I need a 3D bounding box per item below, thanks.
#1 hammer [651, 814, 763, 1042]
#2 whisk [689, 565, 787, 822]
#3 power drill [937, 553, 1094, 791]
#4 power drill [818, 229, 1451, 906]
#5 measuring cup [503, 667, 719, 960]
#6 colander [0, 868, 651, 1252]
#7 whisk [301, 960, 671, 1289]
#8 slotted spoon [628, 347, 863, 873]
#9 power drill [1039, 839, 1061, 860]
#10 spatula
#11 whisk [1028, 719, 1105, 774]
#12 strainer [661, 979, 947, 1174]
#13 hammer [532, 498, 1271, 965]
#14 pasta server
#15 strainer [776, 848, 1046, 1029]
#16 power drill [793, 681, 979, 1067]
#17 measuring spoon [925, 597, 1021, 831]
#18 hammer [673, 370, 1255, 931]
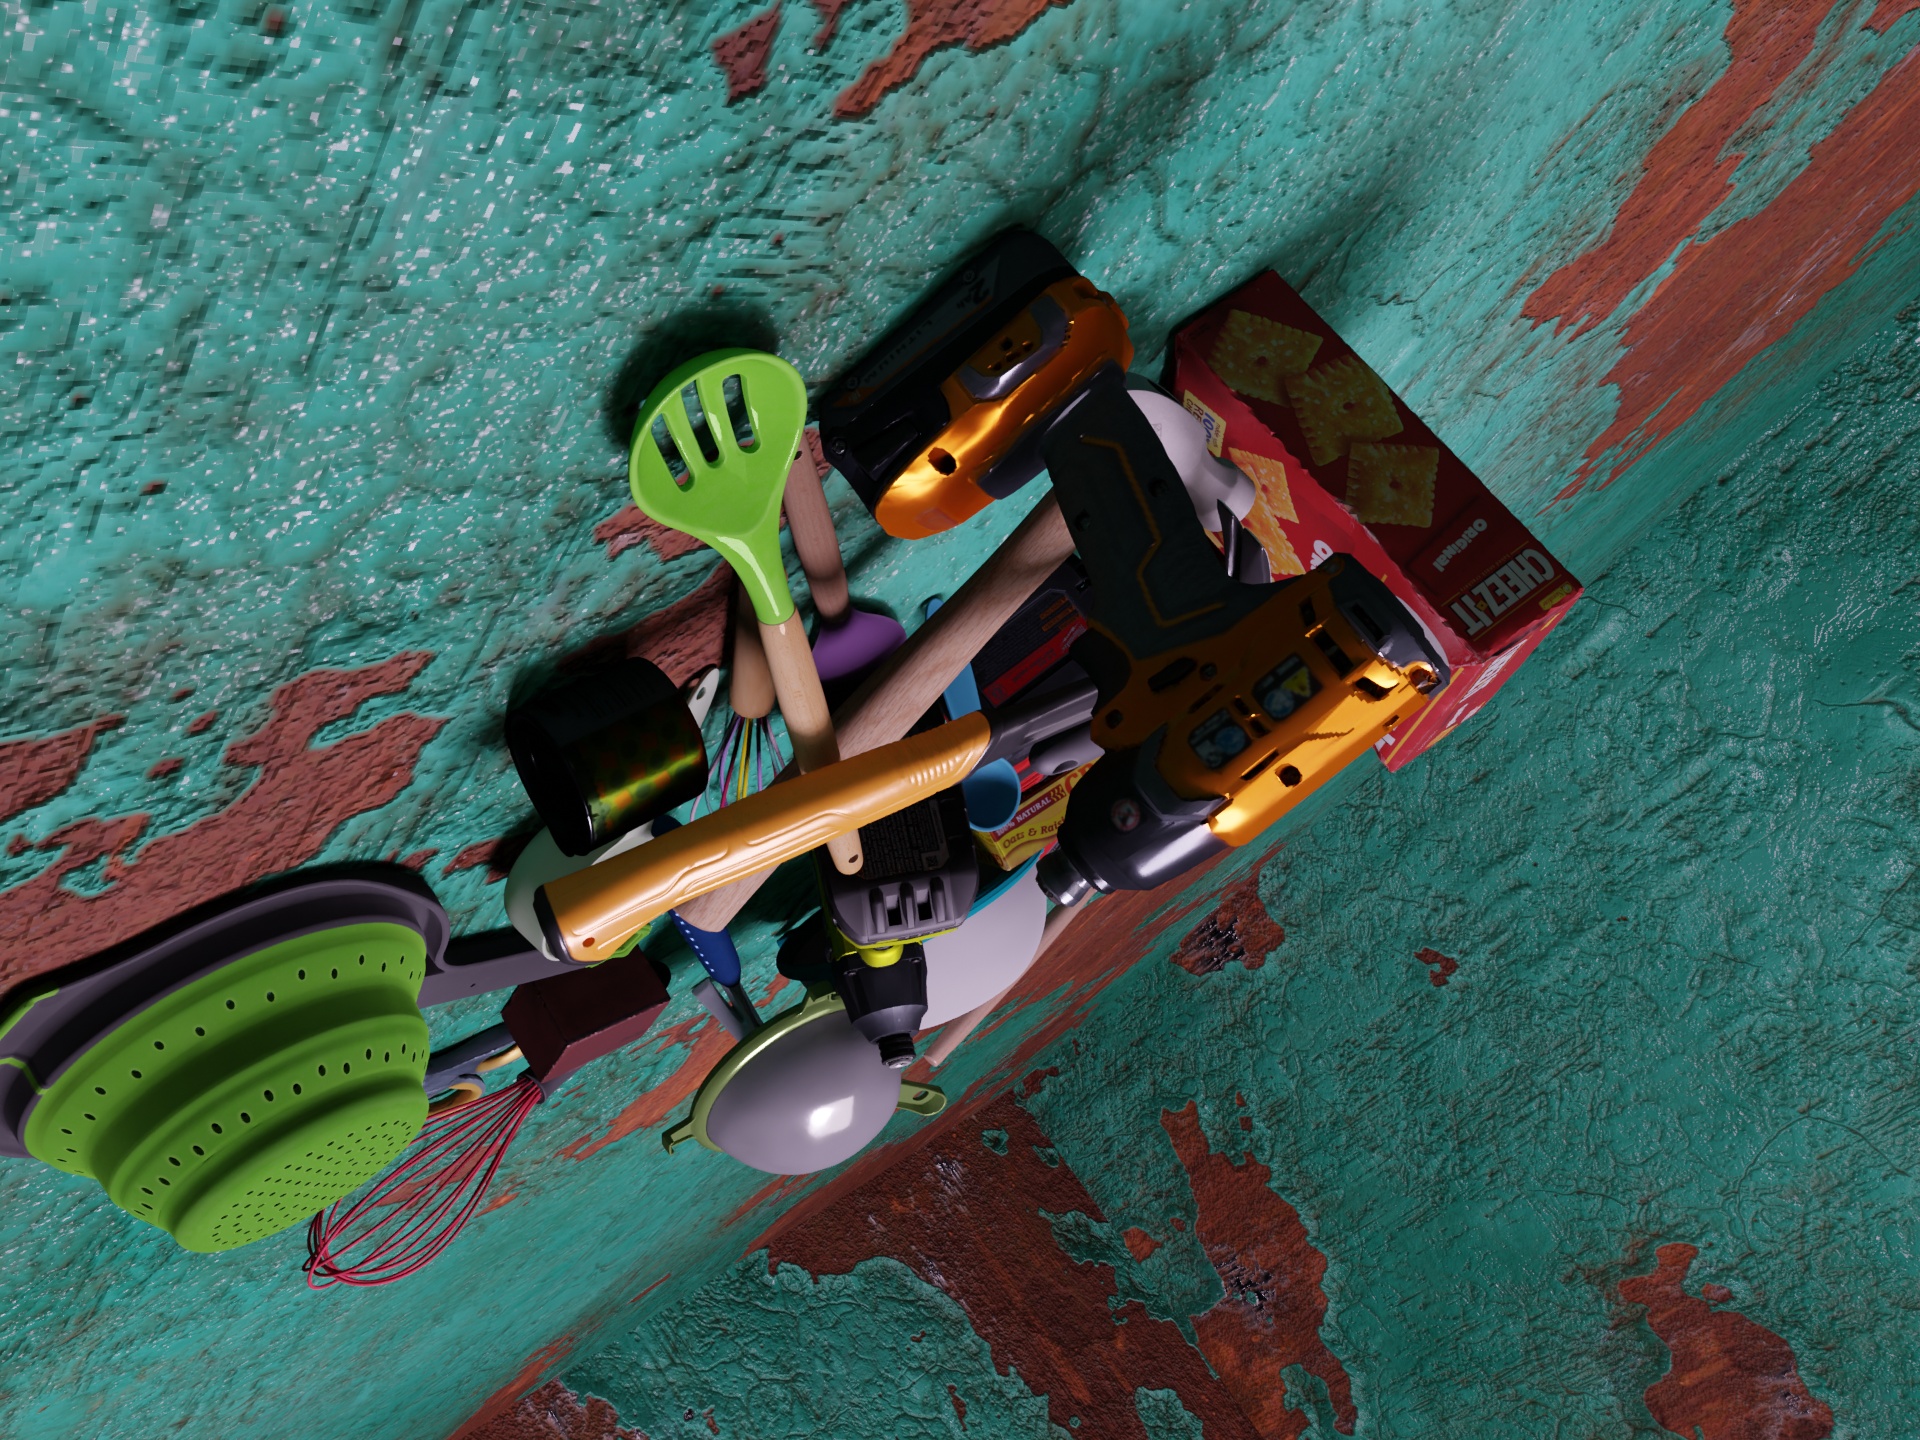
[{"bbox_3d":[-0.151,0.157,1.002,0.035,0.144,0.405,-35,155,-15],"label":"hammer"},{"bbox_3d":[-0.100,0.005,0.763,0.047,0.051,0.244,-58,172,-33],"label":"whisk"},{"bbox_3d":[0.055,-0.022,0.978,0.143,0.079,0.219,-37,167,-1],"label":"power drill"},{"bbox_3d":[0.046,-0.051,0.595,0.164,0.227,0.084,-40,163,11],"label":"power drill"},{"bbox_3d":[-0.165,0.038,0.761,0.167,0.038,0.083,-60,163,15],"label":"measuring cup"},{"bbox_3d":[-0.264,0.159,0.762,0.204,0.094,0.397,-44,163,21],"label":"colander"},{"bbox_3d":[-0.270,0.232,0.951,0.296,0.073,0.073,-42,172,-48],"label":"whisk"},{"bbox_3d":[-0.071,-0.026,0.633,0.070,0.031,0.313,-32,145,-16],"label":"slotted spoon"},{"bbox_3d":[0.151,0.037,1.342,0.226,0.080,0.187,-27,161,-40],"label":"power drill"},{"bbox_3d":[-0.058,-0.061,0.724,0.060,0.018,0.315,-30,164,-7],"label":"spatula"},{"bbox_3d":[0.131,-0.023,0.919,0.239,0.055,0.055,-27,161,-29],"label":"whisk"},{"bbox_3d":[-0.066,0.259,1.052,0.151,0.069,0.256,-45,147,9],"label":"strainer"},{"bbox_3d":[-0.018,0.016,0.671,0.337,0.034,0.127,-23,143,-13],"label":"hammer"},{"bbox_3d":[0.086,0.149,1.209,0.316,0.040,0.060,-44,171,-24],"label":"pasta server"},{"bbox_3d":[0.037,0.135,1.154,0.340,0.095,0.211,-26,-172,-11],"label":"strainer"},{"bbox_3d":[-0.045,0.089,0.883,0.080,0.171,0.223,-10,157,-10],"label":"power drill"},{"bbox_3d":[-0.001,-0.003,0.852,0.042,0.128,0.021,-20,-172,-30],"label":"measuring spoon"},{"bbox_3d":[-0.019,-0.025,0.728,0.331,0.031,0.129,-46,128,11],"label":"hammer"}]
